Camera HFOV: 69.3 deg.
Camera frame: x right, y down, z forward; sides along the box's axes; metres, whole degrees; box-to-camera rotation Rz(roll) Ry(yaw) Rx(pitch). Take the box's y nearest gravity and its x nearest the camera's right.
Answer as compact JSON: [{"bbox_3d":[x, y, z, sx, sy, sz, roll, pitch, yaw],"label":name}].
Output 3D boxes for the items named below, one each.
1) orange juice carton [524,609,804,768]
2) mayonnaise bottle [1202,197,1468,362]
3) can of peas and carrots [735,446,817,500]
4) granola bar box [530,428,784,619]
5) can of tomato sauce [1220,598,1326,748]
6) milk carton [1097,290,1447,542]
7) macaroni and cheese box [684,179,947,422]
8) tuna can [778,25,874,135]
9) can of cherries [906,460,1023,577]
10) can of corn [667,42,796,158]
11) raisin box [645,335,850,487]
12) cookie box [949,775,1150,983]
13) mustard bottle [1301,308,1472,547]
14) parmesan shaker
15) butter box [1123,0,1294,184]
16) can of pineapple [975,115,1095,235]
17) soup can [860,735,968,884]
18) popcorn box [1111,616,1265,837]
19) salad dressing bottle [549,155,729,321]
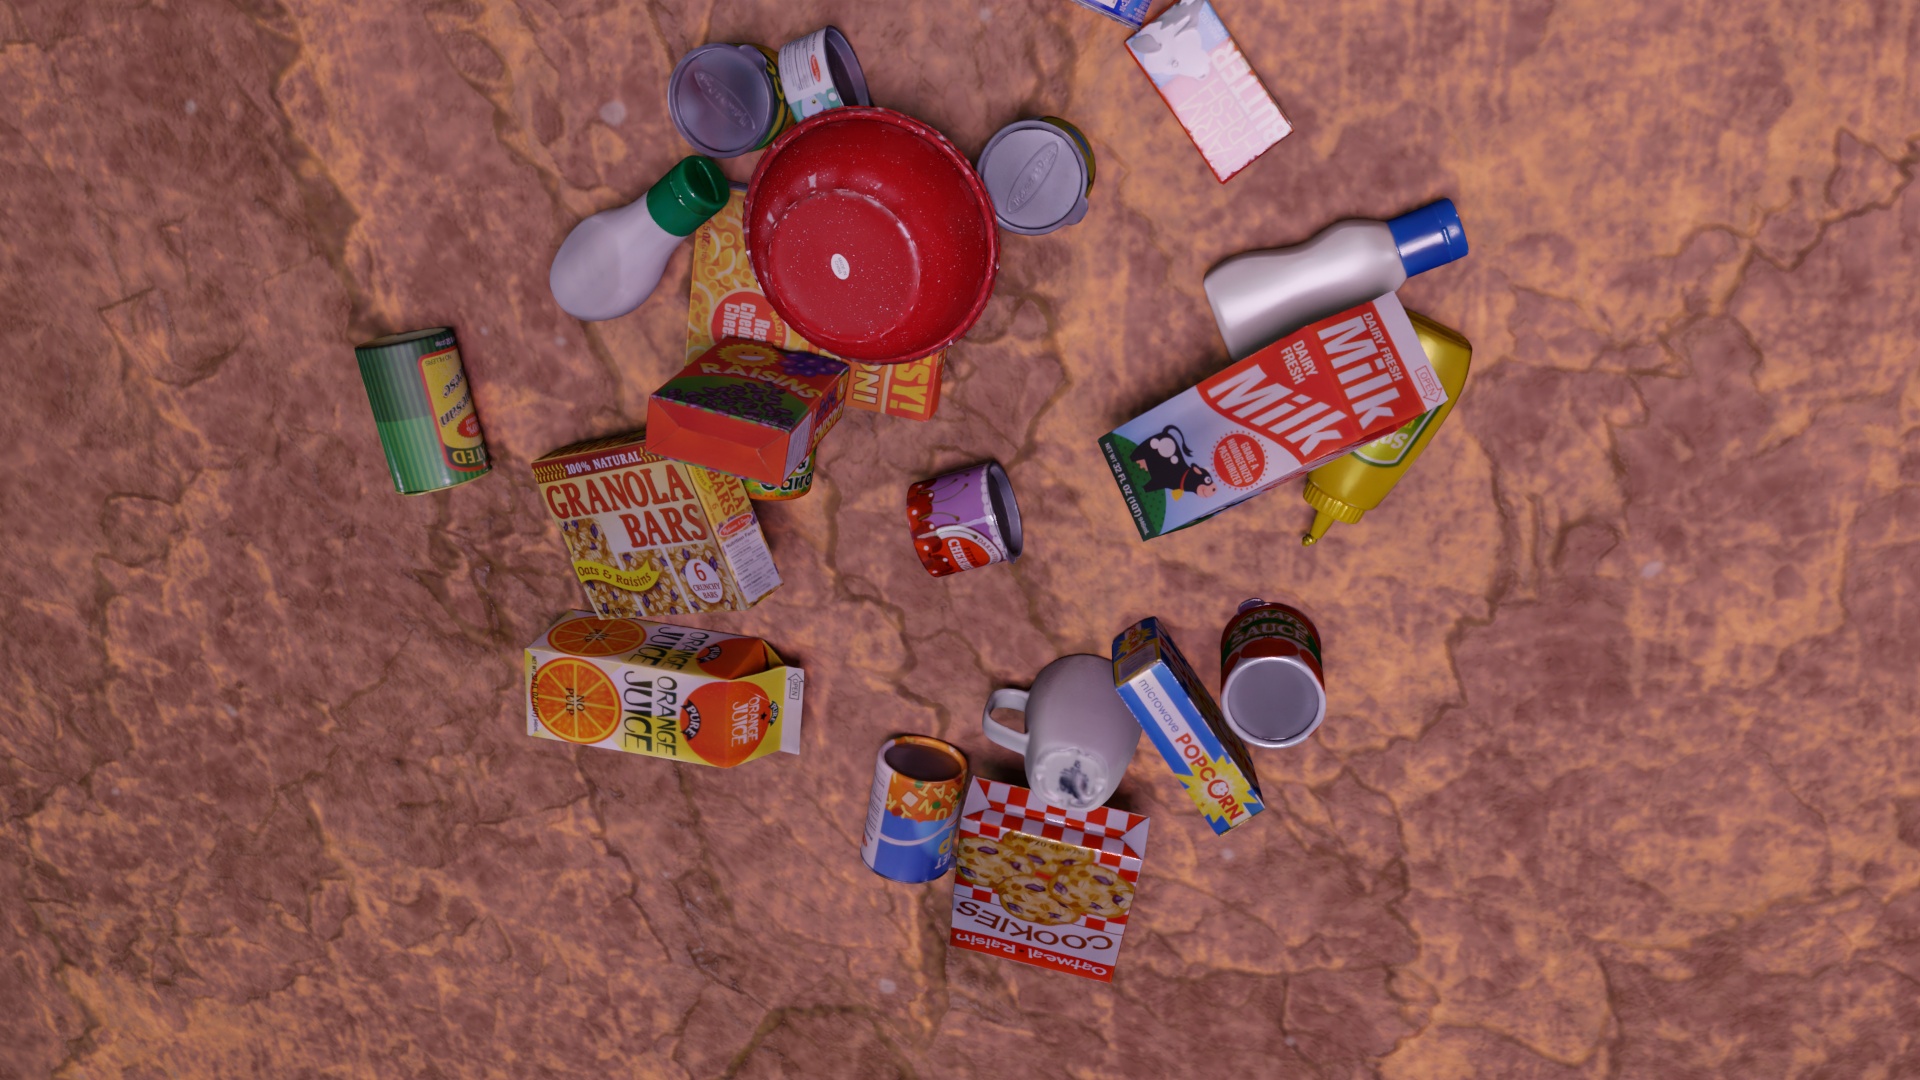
[{"bbox_3d":[-0.206,0.108,0.995,0.193,0.073,0.071,8,111,8],"label":"orange juice carton"},{"bbox_3d":[0.224,-0.159,0.830,0.148,0.041,0.064,-20,105,16],"label":"mayonnaise bottle"},{"bbox_3d":[-0.126,-0.064,0.919,0.071,0.071,0.058,14,113,6],"label":"can of peas and carrots"},{"bbox_3d":[-0.207,-0.011,0.934,0.165,0.039,0.124,-6,111,41],"label":"granola bar box"},{"bbox_3d":[0.201,0.085,0.899,0.071,0.083,0.071,4,111,10],"label":"can of tomato sauce"},{"bbox_3d":[0.185,-0.071,0.819,0.190,0.074,0.072,-29,82,34],"label":"milk carton"},{"bbox_3d":[-0.088,-0.155,0.894,0.166,0.040,0.123,13,113,7],"label":"macaroni and cheese box"},{"bbox_3d":[-0.080,-0.271,0.839,0.033,0.071,0.071,-15,106,17],"label":"tuna can"},{"bbox_3d":[0.003,-0.011,0.911,0.058,0.072,0.071,-14,106,16],"label":"can of cherries"},{"bbox_3d":[-0.135,-0.273,0.851,0.071,0.058,0.071,4,110,10],"label":"can of corn"},{"bbox_3d":[-0.126,-0.082,0.840,0.086,0.124,0.040,14,116,7],"label":"raisin box"},{"bbox_3d":[0.059,0.241,0.975,0.123,0.040,0.166,12,135,8],"label":"cookie box"},{"bbox_3d":[0.252,-0.061,0.854,0.065,0.049,0.159,26,112,7],"label":"mustard bottle"},{"bbox_3d":[-0.371,-0.090,0.958,0.071,0.071,0.102,-5,108,13],"label":"parmesan shaker"},{"bbox_3d":[0.146,-0.266,0.815,0.053,0.024,0.103,-34,100,20],"label":"butter box"},{"bbox_3d":[0.047,-0.218,0.834,0.071,0.058,0.070,4,111,10],"label":"can of pineapple"},{"bbox_3d":[-0.030,0.192,0.994,0.071,0.071,0.083,13,111,6],"label":"soup can"},{"bbox_3d":[0.149,0.121,0.920,0.038,0.085,0.126,-33,100,12],"label":"popcorn box"},{"bbox_3d":[-0.203,-0.190,0.878,0.147,0.044,0.064,-26,86,39],"label":"salad dressing bottle"}]
